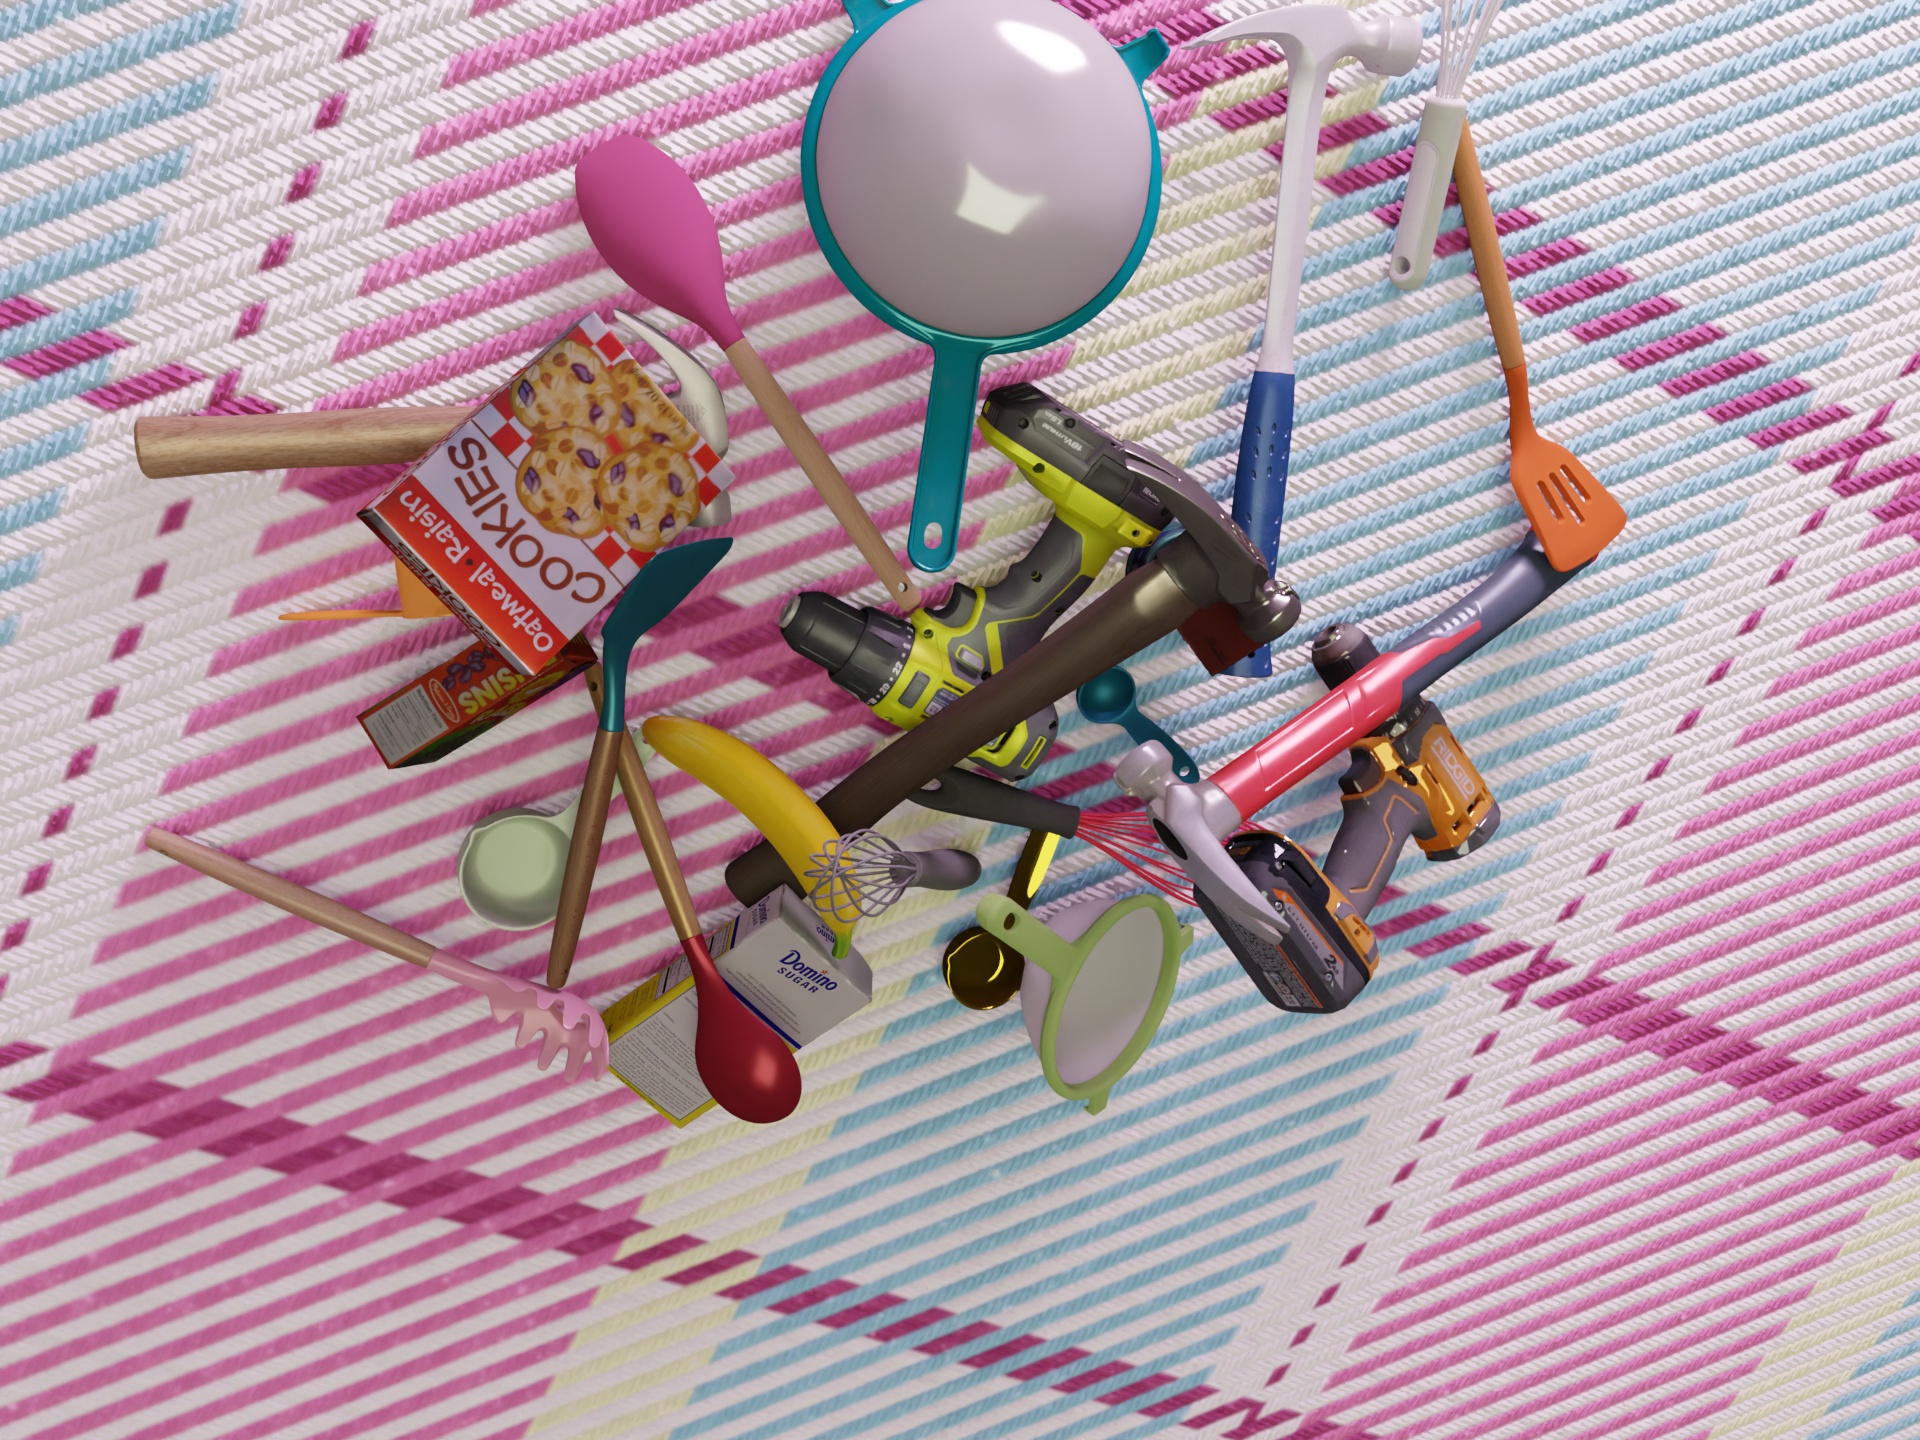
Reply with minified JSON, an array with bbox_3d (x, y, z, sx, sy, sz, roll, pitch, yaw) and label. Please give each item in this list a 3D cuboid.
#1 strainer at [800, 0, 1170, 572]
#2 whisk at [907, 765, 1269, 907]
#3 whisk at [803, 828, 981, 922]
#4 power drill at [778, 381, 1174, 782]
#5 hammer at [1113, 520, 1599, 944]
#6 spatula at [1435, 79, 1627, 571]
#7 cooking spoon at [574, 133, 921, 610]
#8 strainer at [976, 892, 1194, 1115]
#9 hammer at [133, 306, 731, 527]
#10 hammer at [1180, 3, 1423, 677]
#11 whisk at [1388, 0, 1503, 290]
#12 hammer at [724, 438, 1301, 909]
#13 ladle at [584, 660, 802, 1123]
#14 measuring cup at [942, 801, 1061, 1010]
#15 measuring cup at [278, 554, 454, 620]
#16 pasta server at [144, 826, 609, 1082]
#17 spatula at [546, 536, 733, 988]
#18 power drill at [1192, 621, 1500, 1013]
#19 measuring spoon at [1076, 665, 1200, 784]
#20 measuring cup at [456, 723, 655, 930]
[{"bbox_3d":[0.009,-0.253,0.879,0.211,0.095,0.340,8,89,-7],"label":"strainer"},{"bbox_3d":[0.094,0.075,1.083,0.295,0.073,0.073,16,105,-14],"label":"whisk"},{"bbox_3d":[-0.033,0.096,0.994,0.055,0.239,0.055,-2,85,21],"label":"whisk"},{"bbox_3d":[0.014,-0.092,1.001,0.190,0.080,0.228,28,104,-19],"label":"power drill"},{"bbox_3d":[0.287,-0.014,1.024,0.386,0.038,0.143,-33,70,-21],"label":"hammer"},{"bbox_3d":[0.362,-0.255,1.034,0.081,0.041,0.322,-32,113,-25],"label":"spatula"},{"bbox_3d":[-0.117,-0.198,0.930,0.069,0.017,0.319,-36,99,-9],"label":"cooking spoon"},{"bbox_3d":[0.059,0.158,1.060,0.151,0.069,0.256,-60,141,-10],"label":"strainer"},{"bbox_3d":[-0.303,-0.170,0.929,0.331,0.031,0.130,-5,110,-10],"label":"hammer"},{"bbox_3d":[0.190,-0.228,0.987,0.144,0.035,0.405,0,104,-17],"label":"hammer"},{"bbox_3d":[0.295,-0.381,0.958,0.059,0.058,0.246,-20,129,-37],"label":"whisk"},{"bbox_3d":[-0.002,-0.003,0.972,0.410,0.038,0.146,-35,119,24],"label":"hammer"},{"bbox_3d":[-0.178,0.111,1.004,0.069,0.031,0.315,-20,91,21],"label":"ladle"},{"bbox_3d":[0.034,0.127,1.114,0.062,0.029,0.156,23,91,-20],"label":"measuring cup"},{"bbox_3d":[-0.326,-0.088,0.937,0.173,0.095,0.052,-3,100,10],"label":"measuring cup"},{"bbox_3d":[-0.364,0.145,1.008,0.316,0.040,0.060,27,133,-12],"label":"pasta server"},{"bbox_3d":[-0.210,0.032,0.966,0.044,0.082,0.317,24,111,18],"label":"spatula"},{"bbox_3d":[0.253,0.060,1.064,0.226,0.084,0.185,-43,104,-28],"label":"power drill"},{"bbox_3d":[0.123,0.004,1.092,0.042,0.021,0.128,-45,121,5],"label":"measuring spoon"},{"bbox_3d":[-0.254,0.060,1.024,0.167,0.038,0.083,-48,115,-10],"label":"measuring cup"}]
